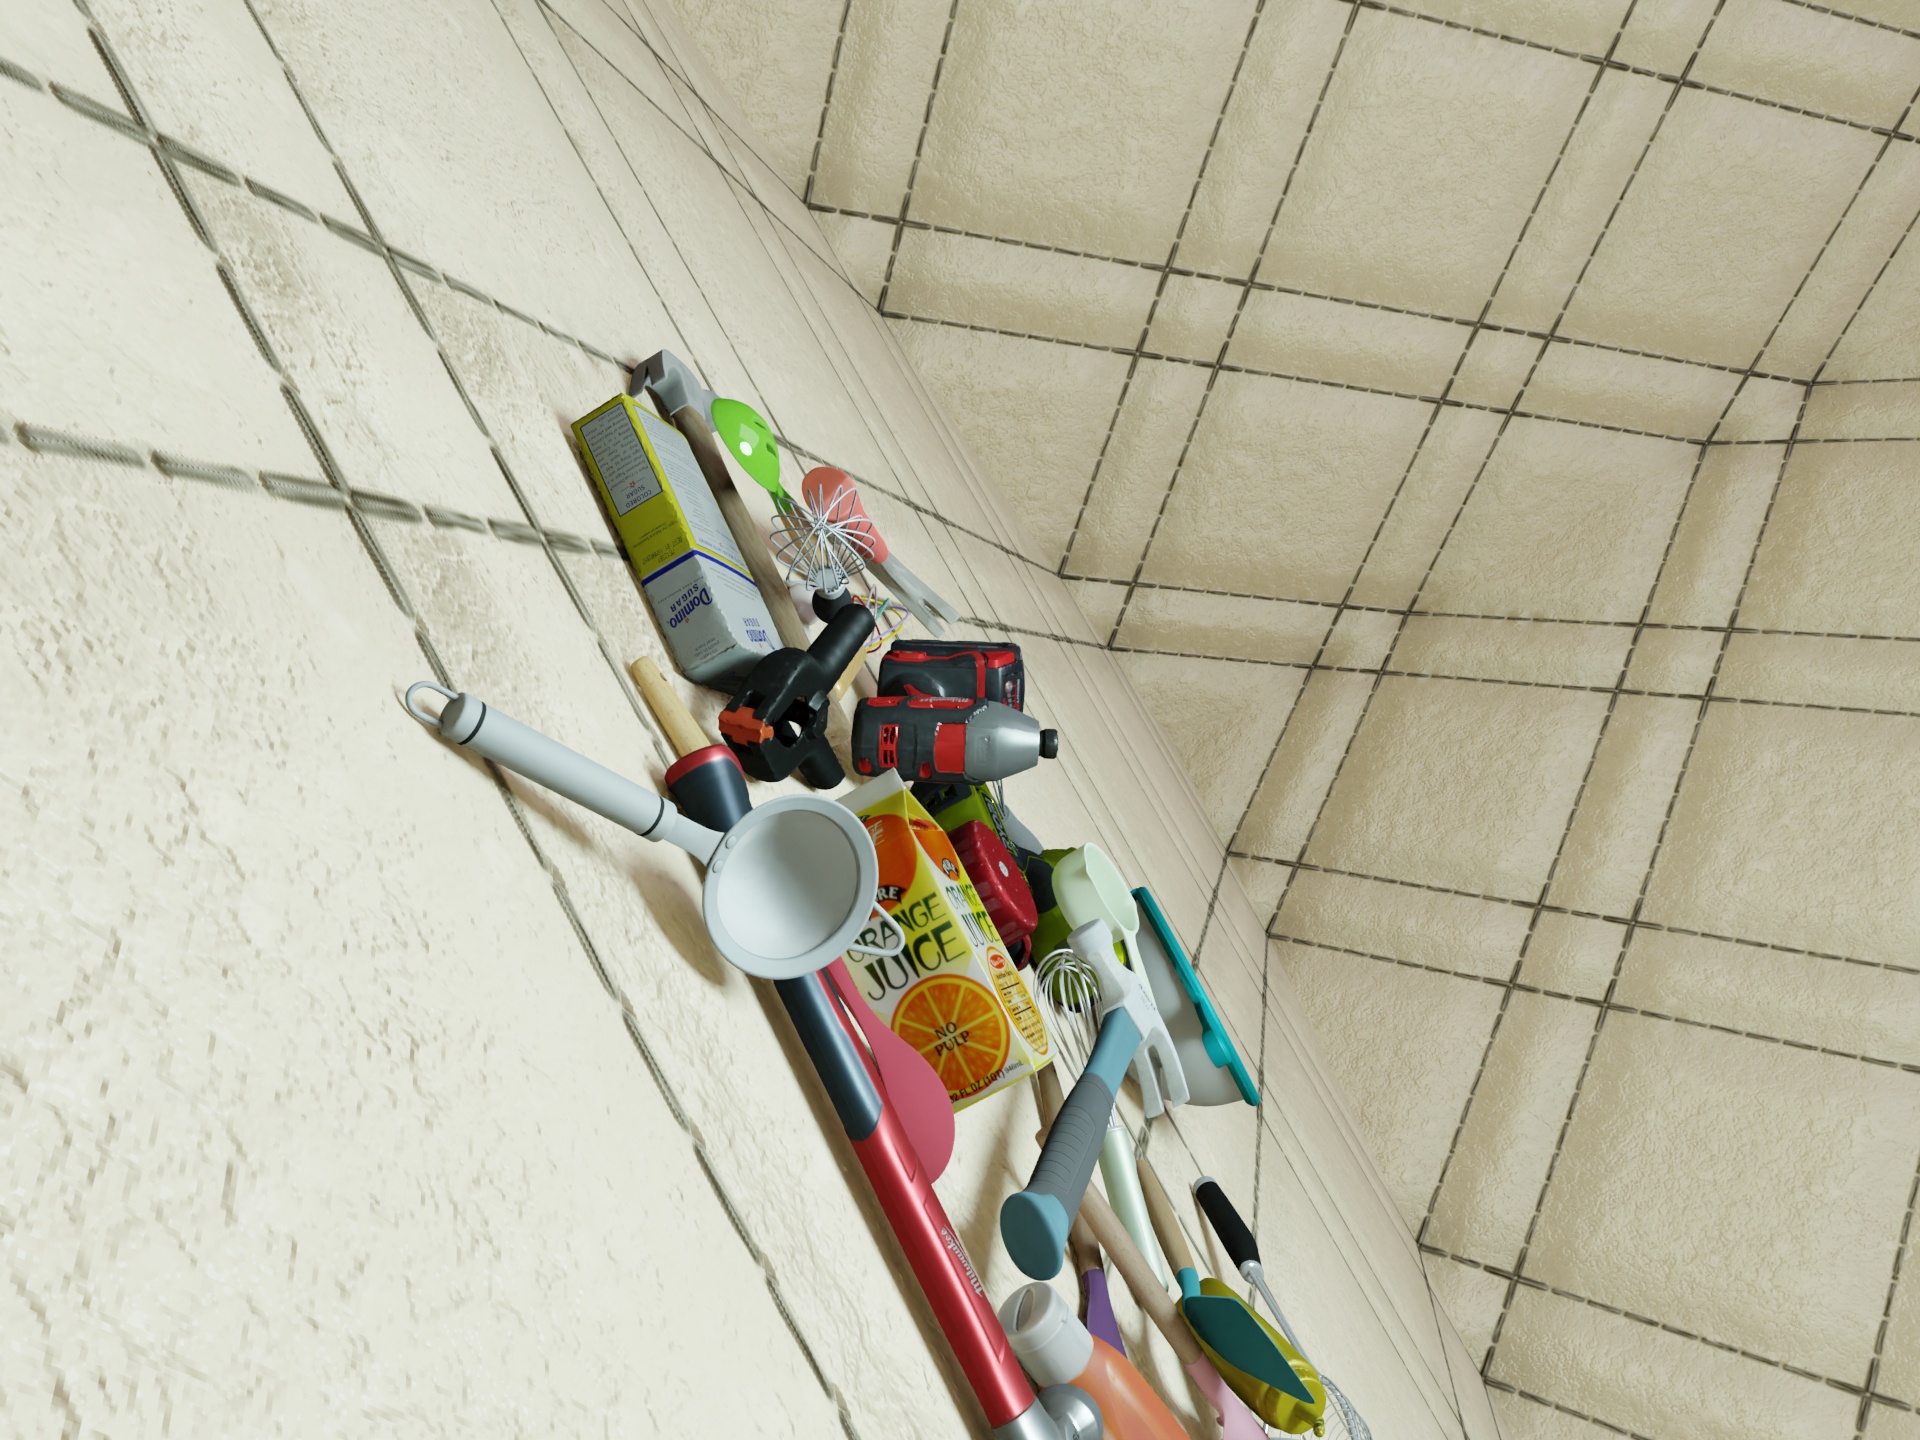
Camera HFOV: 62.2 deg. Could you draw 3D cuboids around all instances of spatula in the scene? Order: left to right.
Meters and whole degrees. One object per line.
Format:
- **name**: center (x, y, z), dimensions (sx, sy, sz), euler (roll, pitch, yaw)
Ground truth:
- **spatula**: center (0.077, 0.325, 0.995), dimensions (0.059, 0.018, 0.316), euler (54, 13, -30)
- **spatula**: center (0.160, 0.363, 1.086), dimensions (0.082, 0.044, 0.317), euler (53, 1, -8)

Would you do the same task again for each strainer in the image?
- **strainer**: center (-0.125, 0.044, 0.683), dimensions (0.258, 0.087, 0.050), euler (34, -7, -38)
- **strainer**: center (0.167, 0.258, 1.326), dimensions (0.211, 0.095, 0.340), euler (62, 3, 2)

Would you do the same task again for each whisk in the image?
- **whisk**: center (-0.089, -0.102, 1.077), dimensions (0.070, 0.070, 0.284), euler (60, -6, 4)
- **whisk**: center (-0.085, -0.059, 1.249), dimensions (0.047, 0.051, 0.245), euler (49, 17, -10)
- **whisk**: center (0.032, 0.081, 1.394), dimensions (0.238, 0.055, 0.055), euler (53, 12, -53)
- **whisk**: center (0.101, 0.276, 1.099), dimensions (0.057, 0.059, 0.246), euler (129, -50, -59)

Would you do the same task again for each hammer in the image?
- **hammer**: center (-0.154, -0.128, 1.125), dimensions (0.332, 0.031, 0.130), euler (64, 11, 21)
- **hammer**: center (-0.049, 0.185, 0.740), dimensions (0.386, 0.038, 0.143), euler (62, 12, 12)
- **hammer**: center (-0.073, -0.143, 1.301), dimensions (0.149, 0.037, 0.359), euler (44, 0, 4)
- **hammer**: center (0.078, 0.232, 0.966), dimensions (0.128, 0.033, 0.331), euler (58, 20, -3)

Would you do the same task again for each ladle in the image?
- **ladle**: center (-0.085, 0.102, 0.835), dimensions (0.315, 0.031, 0.069), euler (58, 10, 0)

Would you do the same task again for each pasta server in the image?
- **pasta server**: center (0.124, 0.378, 0.988), dimensions (0.316, 0.040, 0.060), euler (58, 11, -14)

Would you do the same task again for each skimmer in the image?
- **skimmer**: center (0.223, 0.480, 1.225), dimensions (0.127, 0.090, 0.363), euler (52, 2, -21)

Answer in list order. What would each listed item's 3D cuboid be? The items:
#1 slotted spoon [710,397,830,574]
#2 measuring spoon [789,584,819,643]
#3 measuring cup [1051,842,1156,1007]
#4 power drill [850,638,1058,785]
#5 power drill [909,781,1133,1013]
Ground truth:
- **slotted spoon**: center (-0.126, -0.153, 1.199), dimensions (0.313, 0.031, 0.070), euler (65, 2, -70)
- **measuring spoon**: center (-0.112, -0.070, 1.195), dimensions (0.034, 0.018, 0.124), euler (54, 13, -29)
- **measuring cup**: center (0.110, 0.170, 1.170), dimensions (0.083, 0.038, 0.168), euler (36, 31, -51)
- **power drill**: center (-0.002, -0.004, 1.179), dimensions (0.220, 0.143, 0.078), euler (-85, 176, -78)
- **power drill**: center (0.052, 0.142, 1.238), dimensions (0.223, 0.080, 0.171), euler (39, 22, -52)
